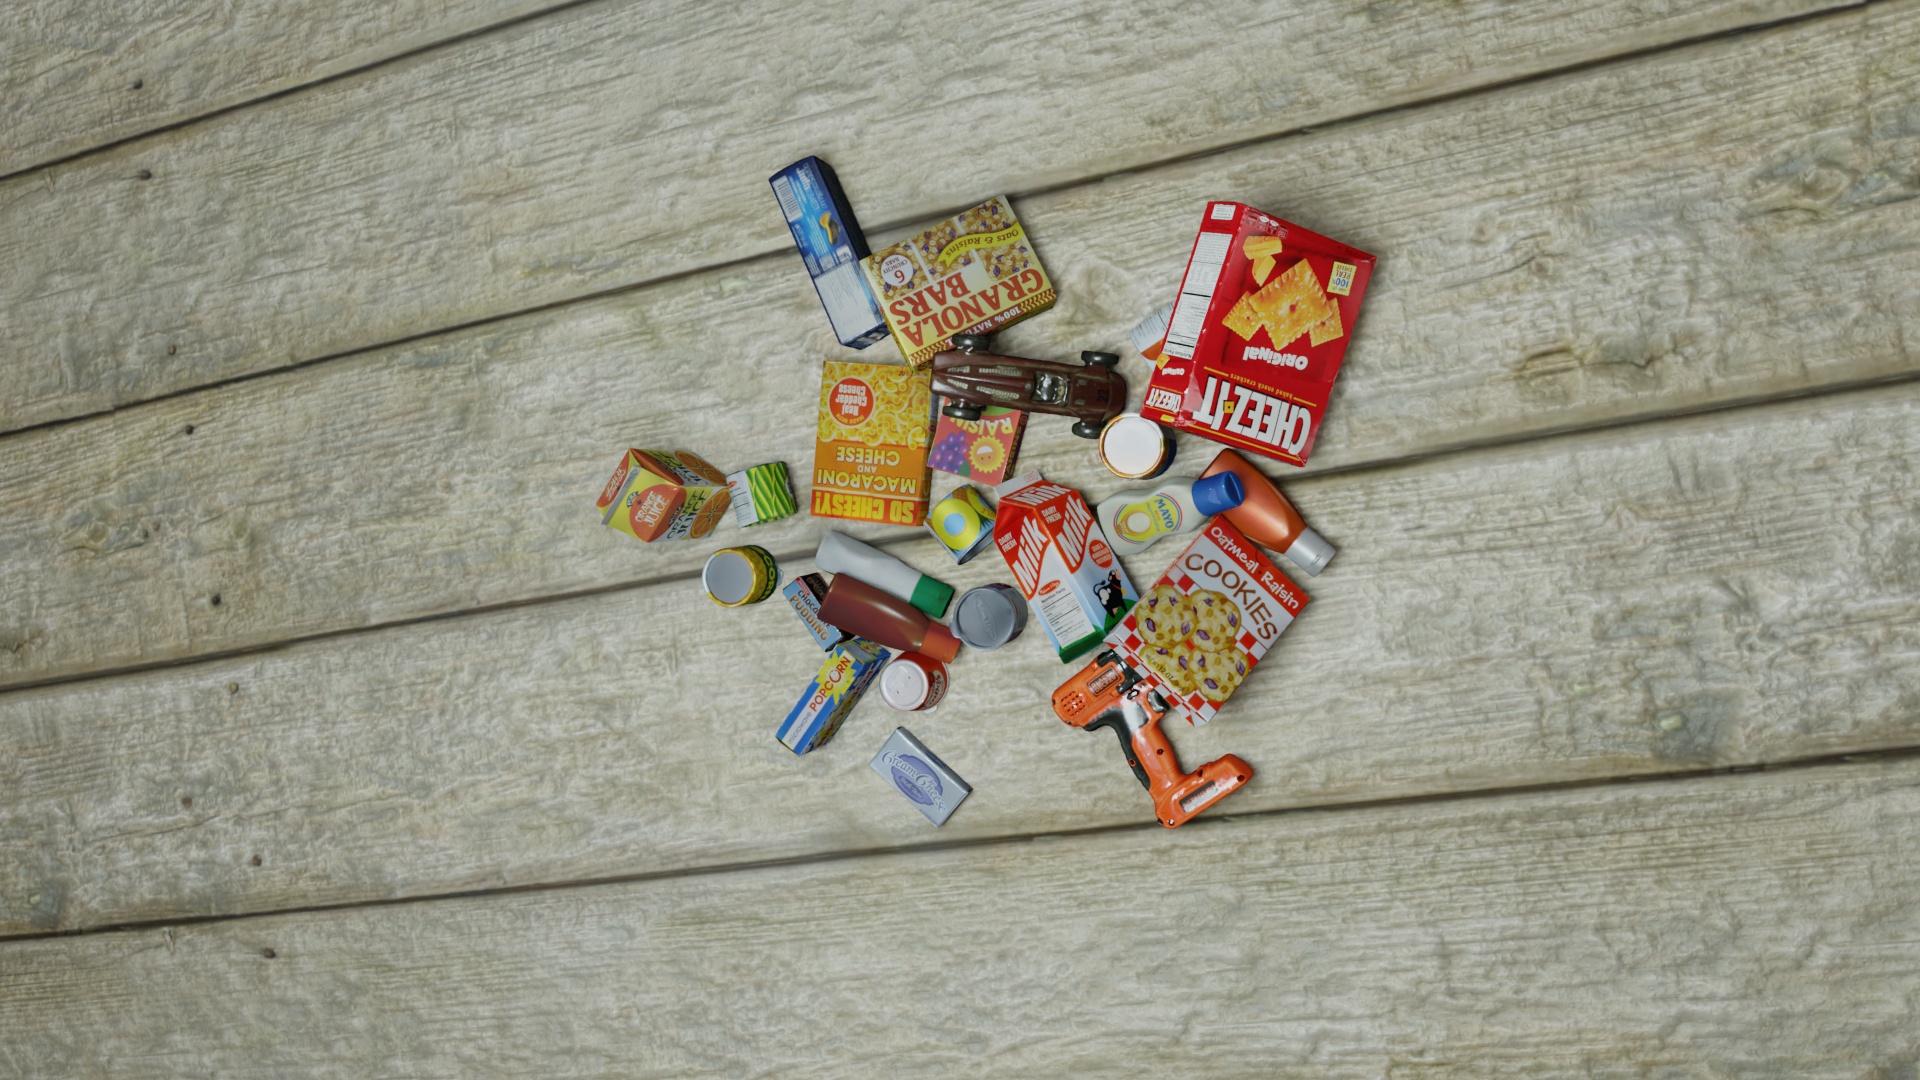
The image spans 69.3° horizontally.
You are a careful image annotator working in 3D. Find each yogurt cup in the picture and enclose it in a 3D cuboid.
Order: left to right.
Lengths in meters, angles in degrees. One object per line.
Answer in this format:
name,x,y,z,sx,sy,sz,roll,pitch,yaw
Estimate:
yogurt cup,-0.052,0.150,1.469,0.072,0.054,0.072,0,91,17

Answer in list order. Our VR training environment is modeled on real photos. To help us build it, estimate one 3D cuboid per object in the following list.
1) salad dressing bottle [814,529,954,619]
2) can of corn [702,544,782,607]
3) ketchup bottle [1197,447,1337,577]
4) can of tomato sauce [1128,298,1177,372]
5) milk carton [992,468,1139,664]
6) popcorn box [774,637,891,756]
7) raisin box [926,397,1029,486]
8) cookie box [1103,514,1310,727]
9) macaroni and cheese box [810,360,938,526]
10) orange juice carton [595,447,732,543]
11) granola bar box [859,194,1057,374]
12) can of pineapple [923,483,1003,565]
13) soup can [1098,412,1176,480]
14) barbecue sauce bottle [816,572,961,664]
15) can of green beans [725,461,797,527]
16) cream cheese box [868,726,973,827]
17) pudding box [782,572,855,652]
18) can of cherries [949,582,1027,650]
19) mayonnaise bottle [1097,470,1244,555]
salad dressing bottle,-0.080,0.037,1.473,0.148,0.064,0.044,24,99,7
can of corn,-0.238,0.039,1.518,0.071,0.058,0.071,1,92,17
ketchup bottle,0.300,-0.024,1.367,0.149,0.043,0.064,40,108,11
can of tomato sauce,0.220,-0.202,1.375,0.083,0.071,0.071,-34,83,15
milk carton,0.101,0.019,1.399,0.073,0.072,0.190,-36,81,45
popcorn box,-0.135,0.164,1.478,0.038,0.085,0.126,38,102,13
raisin box,0.023,-0.124,1.447,0.086,0.040,0.123,17,95,14
cookie box,0.240,0.076,1.342,0.123,0.040,0.168,43,72,3
macaroni and cheese box,-0.090,-0.103,1.480,0.124,0.040,0.166,6,93,16
orange juice carton,-0.316,-0.048,1.468,0.073,0.193,0.071,36,100,11
granola bar box,-0.003,-0.261,1.420,0.166,0.039,0.124,-26,85,-7
can of pineapple,0.005,-0.018,1.441,0.071,0.071,0.058,-44,80,13
soup can,0.175,-0.091,1.381,0.071,0.084,0.071,1,93,16
barbecue sauce bottle,-0.072,0.085,1.449,0.148,0.044,0.064,23,141,-5
can of green beans,-0.215,-0.049,1.504,0.071,0.071,0.058,-16,88,16
cream cheese box,-0.043,0.252,1.485,0.104,0.024,0.053,40,101,11
pudding box,-0.150,0.077,1.498,0.030,0.050,0.084,-38,81,16
can of cherries,0.029,0.079,1.441,0.071,0.058,0.071,1,93,16
mayonnaise bottle,0.207,-0.032,1.367,0.147,0.041,0.064,-20,96,41
